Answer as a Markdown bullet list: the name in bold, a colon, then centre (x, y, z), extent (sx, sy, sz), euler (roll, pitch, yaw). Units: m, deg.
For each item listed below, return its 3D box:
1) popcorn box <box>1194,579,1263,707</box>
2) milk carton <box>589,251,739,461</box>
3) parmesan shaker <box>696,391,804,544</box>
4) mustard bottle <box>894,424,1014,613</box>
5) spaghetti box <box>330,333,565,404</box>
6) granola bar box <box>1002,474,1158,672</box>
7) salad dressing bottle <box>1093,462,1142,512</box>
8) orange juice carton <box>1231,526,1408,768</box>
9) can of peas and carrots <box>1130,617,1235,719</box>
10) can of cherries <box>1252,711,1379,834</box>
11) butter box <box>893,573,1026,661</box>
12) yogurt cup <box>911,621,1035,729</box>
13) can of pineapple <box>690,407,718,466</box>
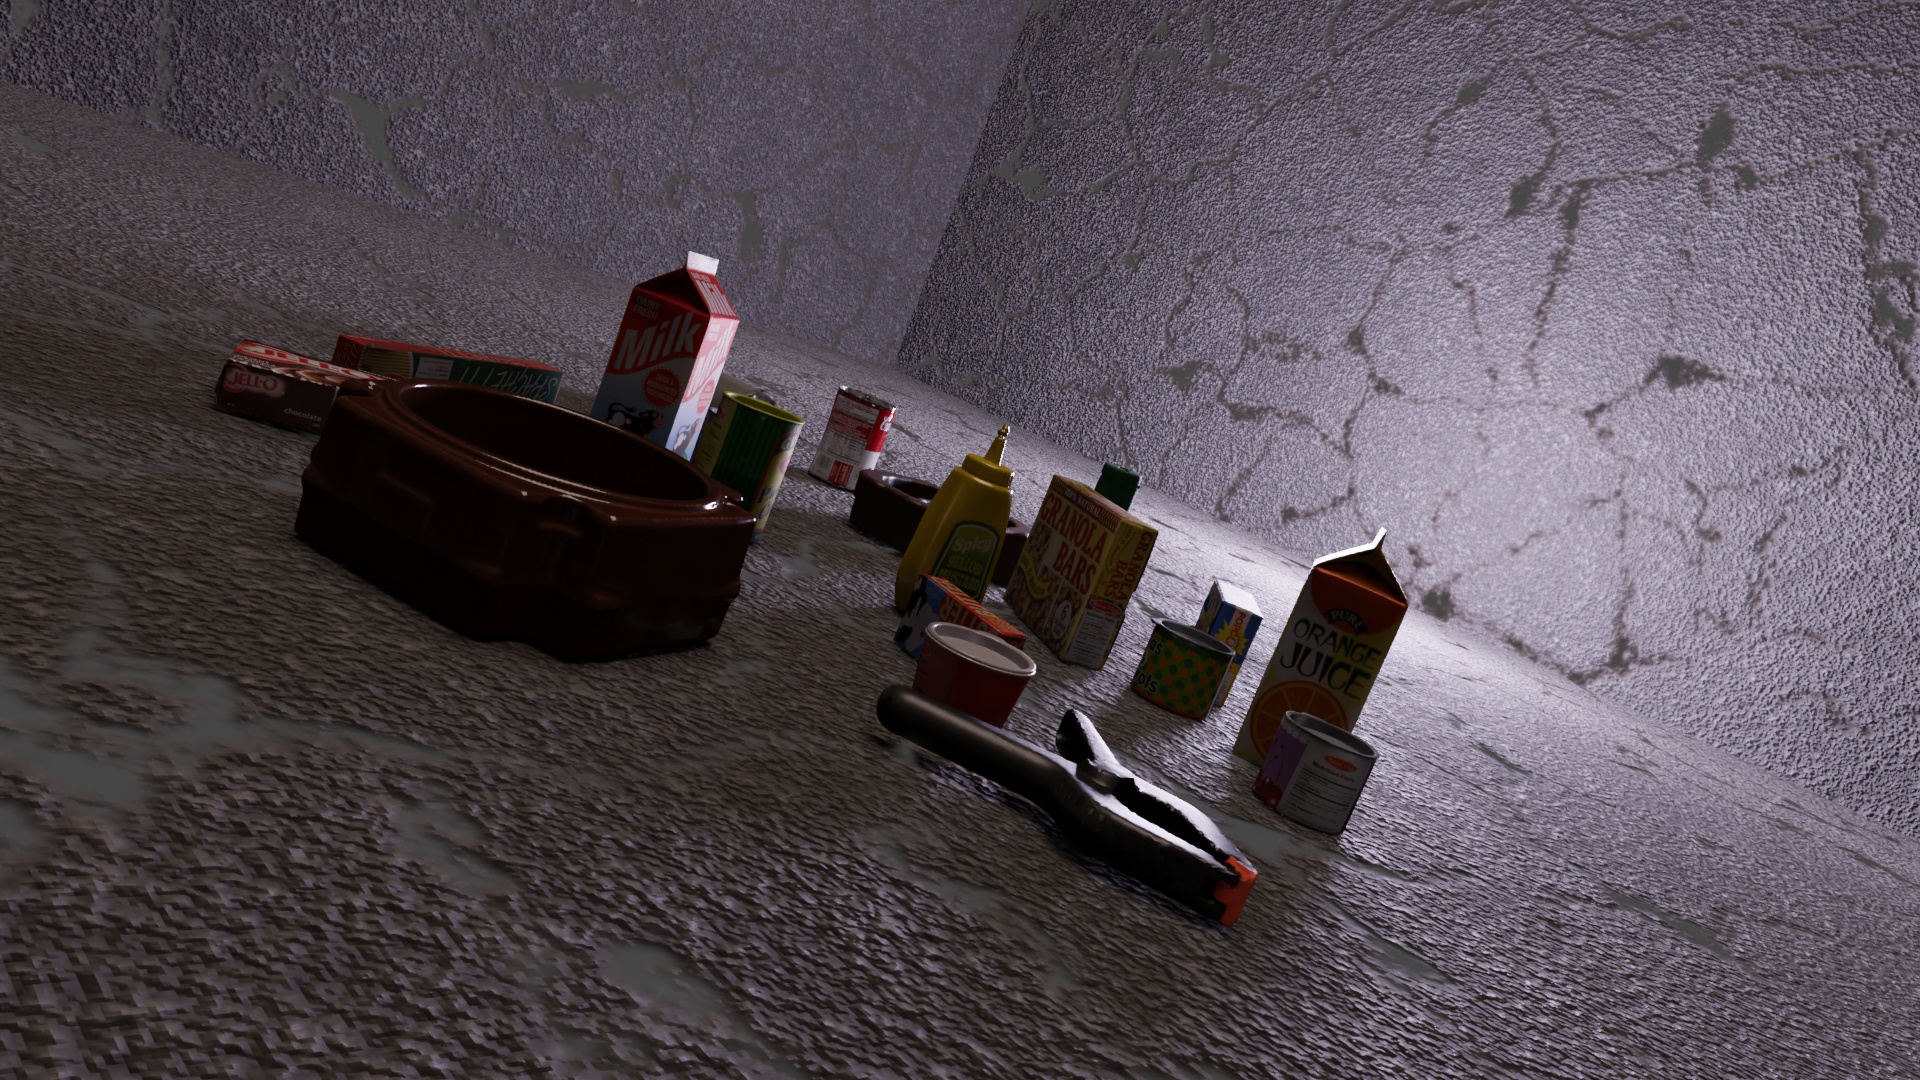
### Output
- **popcorn box**: centre (0.224, 0.087, 1.203), extent (0.038, 0.085, 0.127), euler (22, 9, 4)
- **milk carton**: centre (-0.245, -0.148, 1.161), extent (0.073, 0.190, 0.072), euler (23, 8, 7)
- **parmesan shaker**: centre (-0.170, -0.056, 1.076), extent (0.071, 0.103, 0.071), euler (21, 9, -3)
- **mustard bottle**: centre (0.004, -0.013, 1.041), extent (0.065, 0.160, 0.049), euler (17, 10, -30)
- **spaghetti box**: centre (-0.404, -0.126, 1.111), extent (0.029, 0.050, 0.250), euler (24, 9, 15)
- **granola bar box**: centre (0.097, 0.023, 1.160), extent (0.039, 0.124, 0.166), euler (19, 9, -19)
- **salad dressing bottle**: centre (0.120, 0.003, 1.255), extent (0.044, 0.147, 0.064), euler (22, 8, -1)
- **orange juice carton**: centre (0.270, 0.079, 1.014), extent (0.073, 0.192, 0.072), euler (24, 9, 13)
- **can of peas and carrots**: centre (0.172, 0.100, 1.091), extent (0.071, 0.058, 0.071), euler (21, 9, -3)
- **can of cherries**: centre (0.236, 0.153, 0.925), extent (0.071, 0.058, 0.071), euler (21, 9, -3)
- **butter box**: centre (-0.002, 0.065, 0.912), extent (0.024, 0.053, 0.104), euler (15, 11, -38)
- **yogurt cup**: centre (0.003, 0.085, 0.804), extent (0.072, 0.054, 0.072), euler (21, 9, -3)
- **can of pineapple**: centre (-0.211, -0.085, 1.295), extent (0.071, 0.057, 0.071), euler (21, 9, -3)
